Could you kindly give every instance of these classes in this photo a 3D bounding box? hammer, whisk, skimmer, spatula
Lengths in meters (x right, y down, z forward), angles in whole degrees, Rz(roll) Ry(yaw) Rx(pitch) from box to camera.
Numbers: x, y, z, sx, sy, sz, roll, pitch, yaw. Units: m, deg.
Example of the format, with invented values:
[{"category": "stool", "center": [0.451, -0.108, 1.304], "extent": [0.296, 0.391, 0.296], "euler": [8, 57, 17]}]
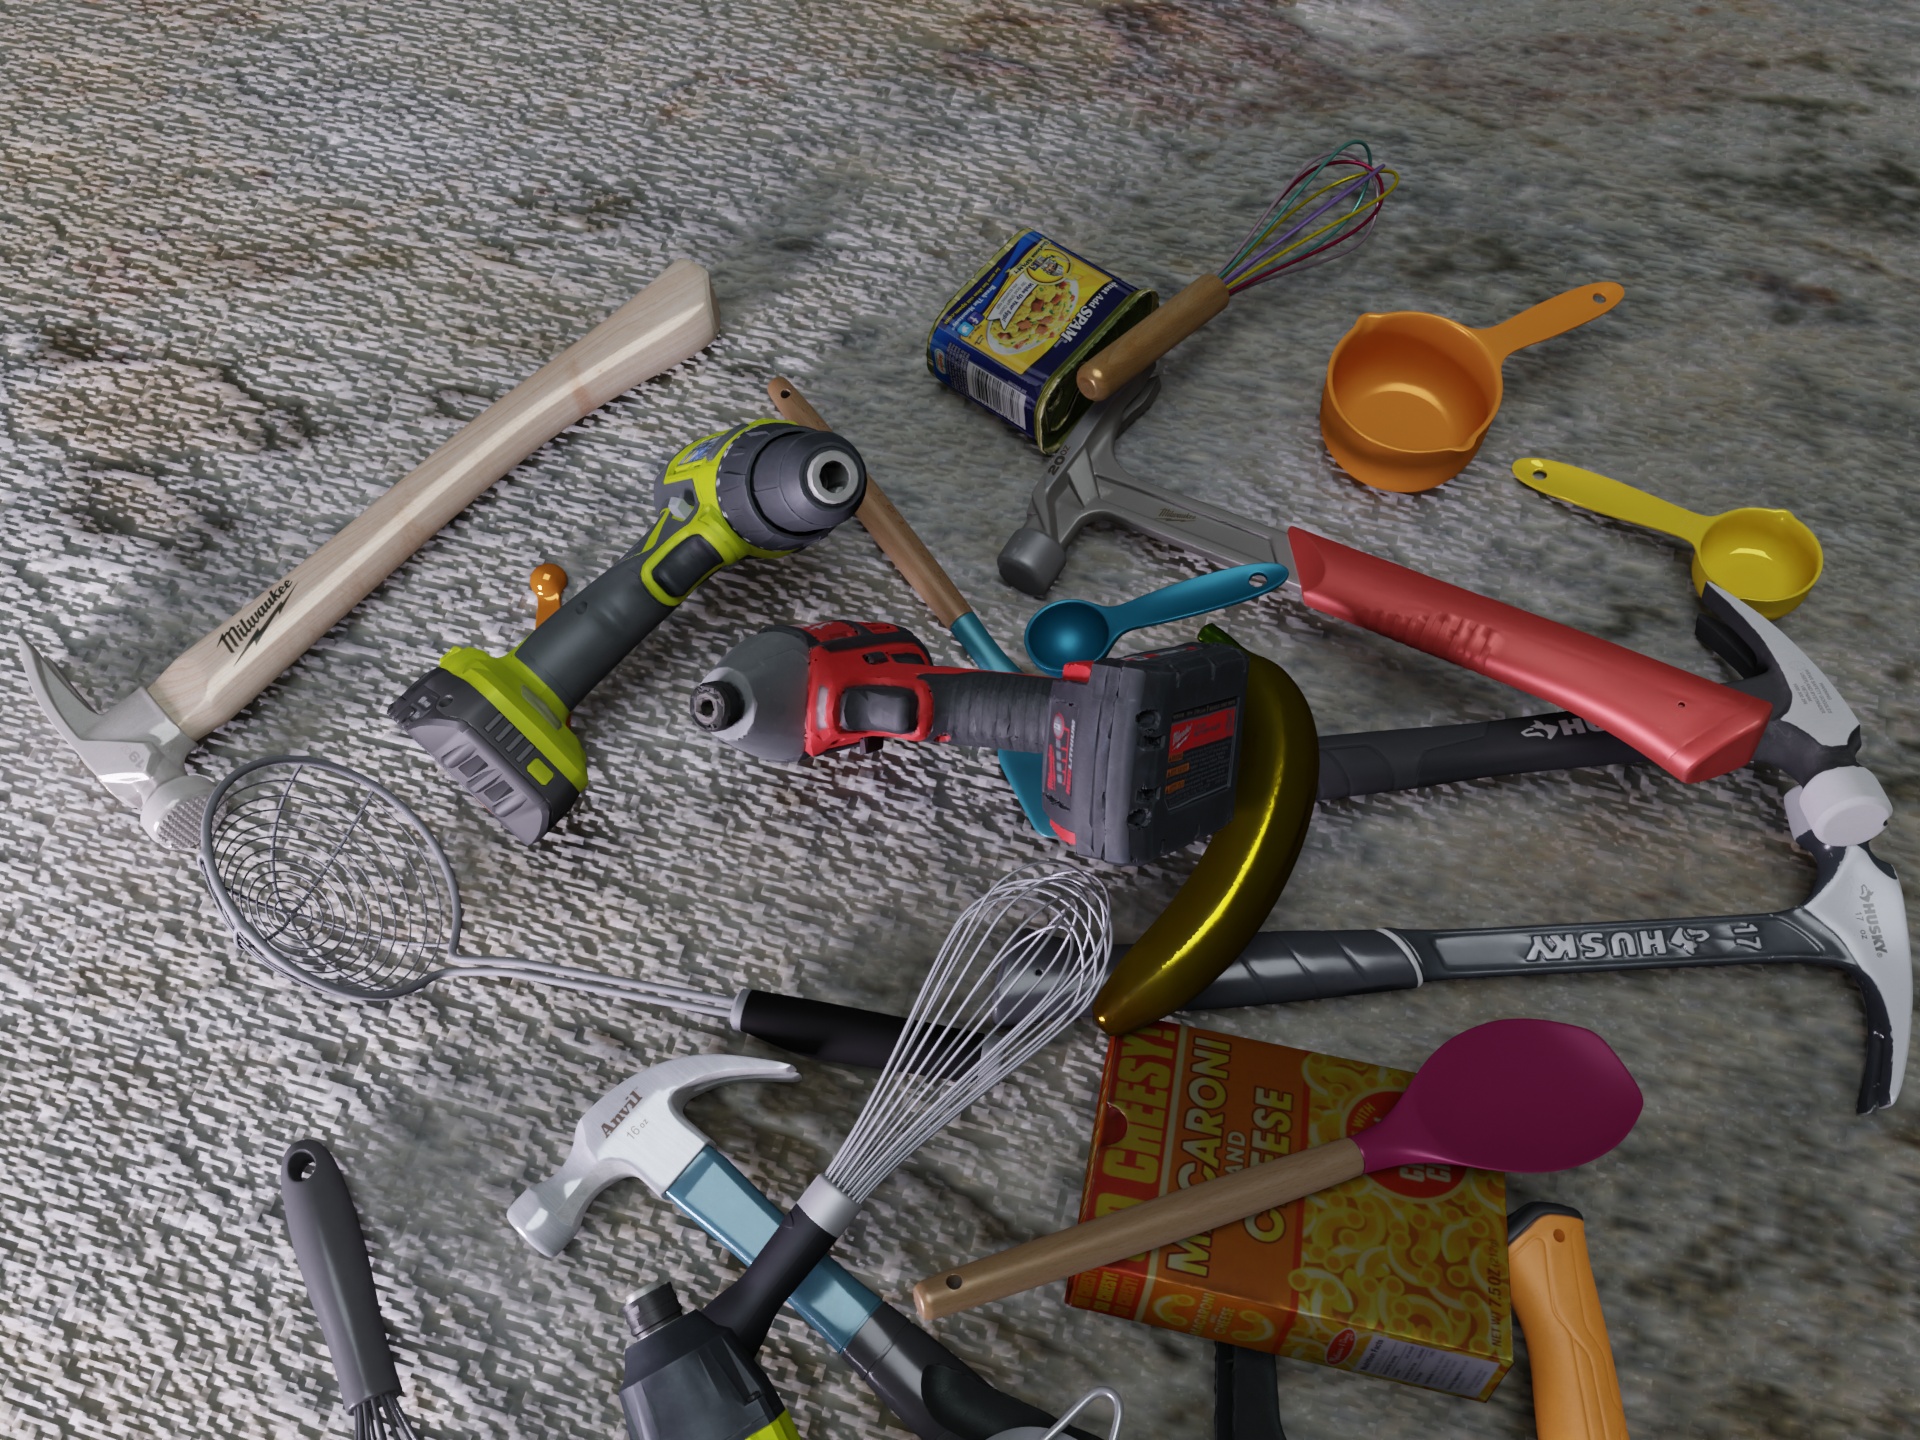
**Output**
[{"category": "hammer", "center": [-0.296, -0.118, 0.849], "extent": [0.146, 0.038, 0.411], "euler": [40, 73, 20]}, {"category": "whisk", "center": [0.152, -0.242, 0.851], "extent": [0.245, 0.051, 0.047], "euler": [-40, 63, -23]}, {"category": "whisk", "center": [-0.034, 0.173, 0.655], "extent": [0.070, 0.070, 0.284], "euler": [37, 80, 18]}, {"category": "hammer", "center": [0.232, 0.011, 0.745], "extent": [0.335, 0.035, 0.146], "euler": [-7, 44, 6]}, {"category": "hammer", "center": [0.218, 0.111, 0.715], "extent": [0.409, 0.036, 0.149], "euler": [-4, 66, 2]}, {"category": "hammer", "center": [0.250, 0.348, 0.581], "extent": [0.127, 0.034, 0.337], "euler": [5, 57, -7]}, {"category": "hammer", "center": [-0.031, 0.263, 0.661], "extent": [0.331, 0.033, 0.128], "euler": [36, 74, 17]}, {"category": "skimmer", "center": [-0.155, 0.095, 0.713], "extent": [0.363, 0.090, 0.127], "euler": [10, 27, 5]}, {"category": "hammer", "center": [0.199, -0.068, 0.757], "extent": [0.359, 0.036, 0.149], "euler": [25, 70, 28]}, {"category": "whisk", "center": [-0.247, 0.283, 0.661], "extent": [0.055, 0.055, 0.239], "euler": [-25, 62, -8]}, {"category": "spatula", "center": [-0.013, -0.074, 0.807], "extent": [0.082, 0.044, 0.318], "euler": [-35, 67, -7]}]

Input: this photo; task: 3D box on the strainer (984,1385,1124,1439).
[{"category": "strainer", "center": [0.001, 0.363, 0.568], "extent": [0.087, 0.050, 0.258], "euler": [21, 93, 35]}]

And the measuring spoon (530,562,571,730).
[{"category": "measuring spoon", "center": [-0.212, -0.031, 0.816], "extent": [0.021, 0.011, 0.117], "euler": [-7, 66, 0]}]

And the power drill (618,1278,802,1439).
[{"category": "power drill", "center": [-0.151, 0.323, 0.564], "extent": [0.223, 0.080, 0.171], "euler": [-27, 76, -10]}]

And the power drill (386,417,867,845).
[{"category": "power drill", "center": [-0.146, -0.053, 0.733], "extent": [0.228, 0.191, 0.080], "euler": [-46, 111, -14]}]

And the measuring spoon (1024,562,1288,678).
[{"category": "measuring spoon", "center": [0.093, -0.047, 0.751], "extent": [0.128, 0.021, 0.042], "euler": [-17, 55, 0]}]

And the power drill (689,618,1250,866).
[{"category": "power drill", "center": [-0.001, -0.002, 0.677], "extent": [0.220, 0.143, 0.078], "euler": [9, 101, 29]}]

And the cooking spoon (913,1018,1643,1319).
[{"category": "cooking spoon", "center": [0.132, 0.178, 0.624], "extent": [0.319, 0.017, 0.069], "euler": [-12, 50, -18]}]

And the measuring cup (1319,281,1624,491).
[{"category": "measuring cup", "center": [0.269, -0.180, 0.835], "extent": [0.173, 0.052, 0.095], "euler": [-25, 67, -10]}]

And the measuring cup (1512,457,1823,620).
[{"category": "measuring cup", "center": [0.354, -0.096, 0.811], "extent": [0.157, 0.029, 0.062], "euler": [29, 69, 28]}]
